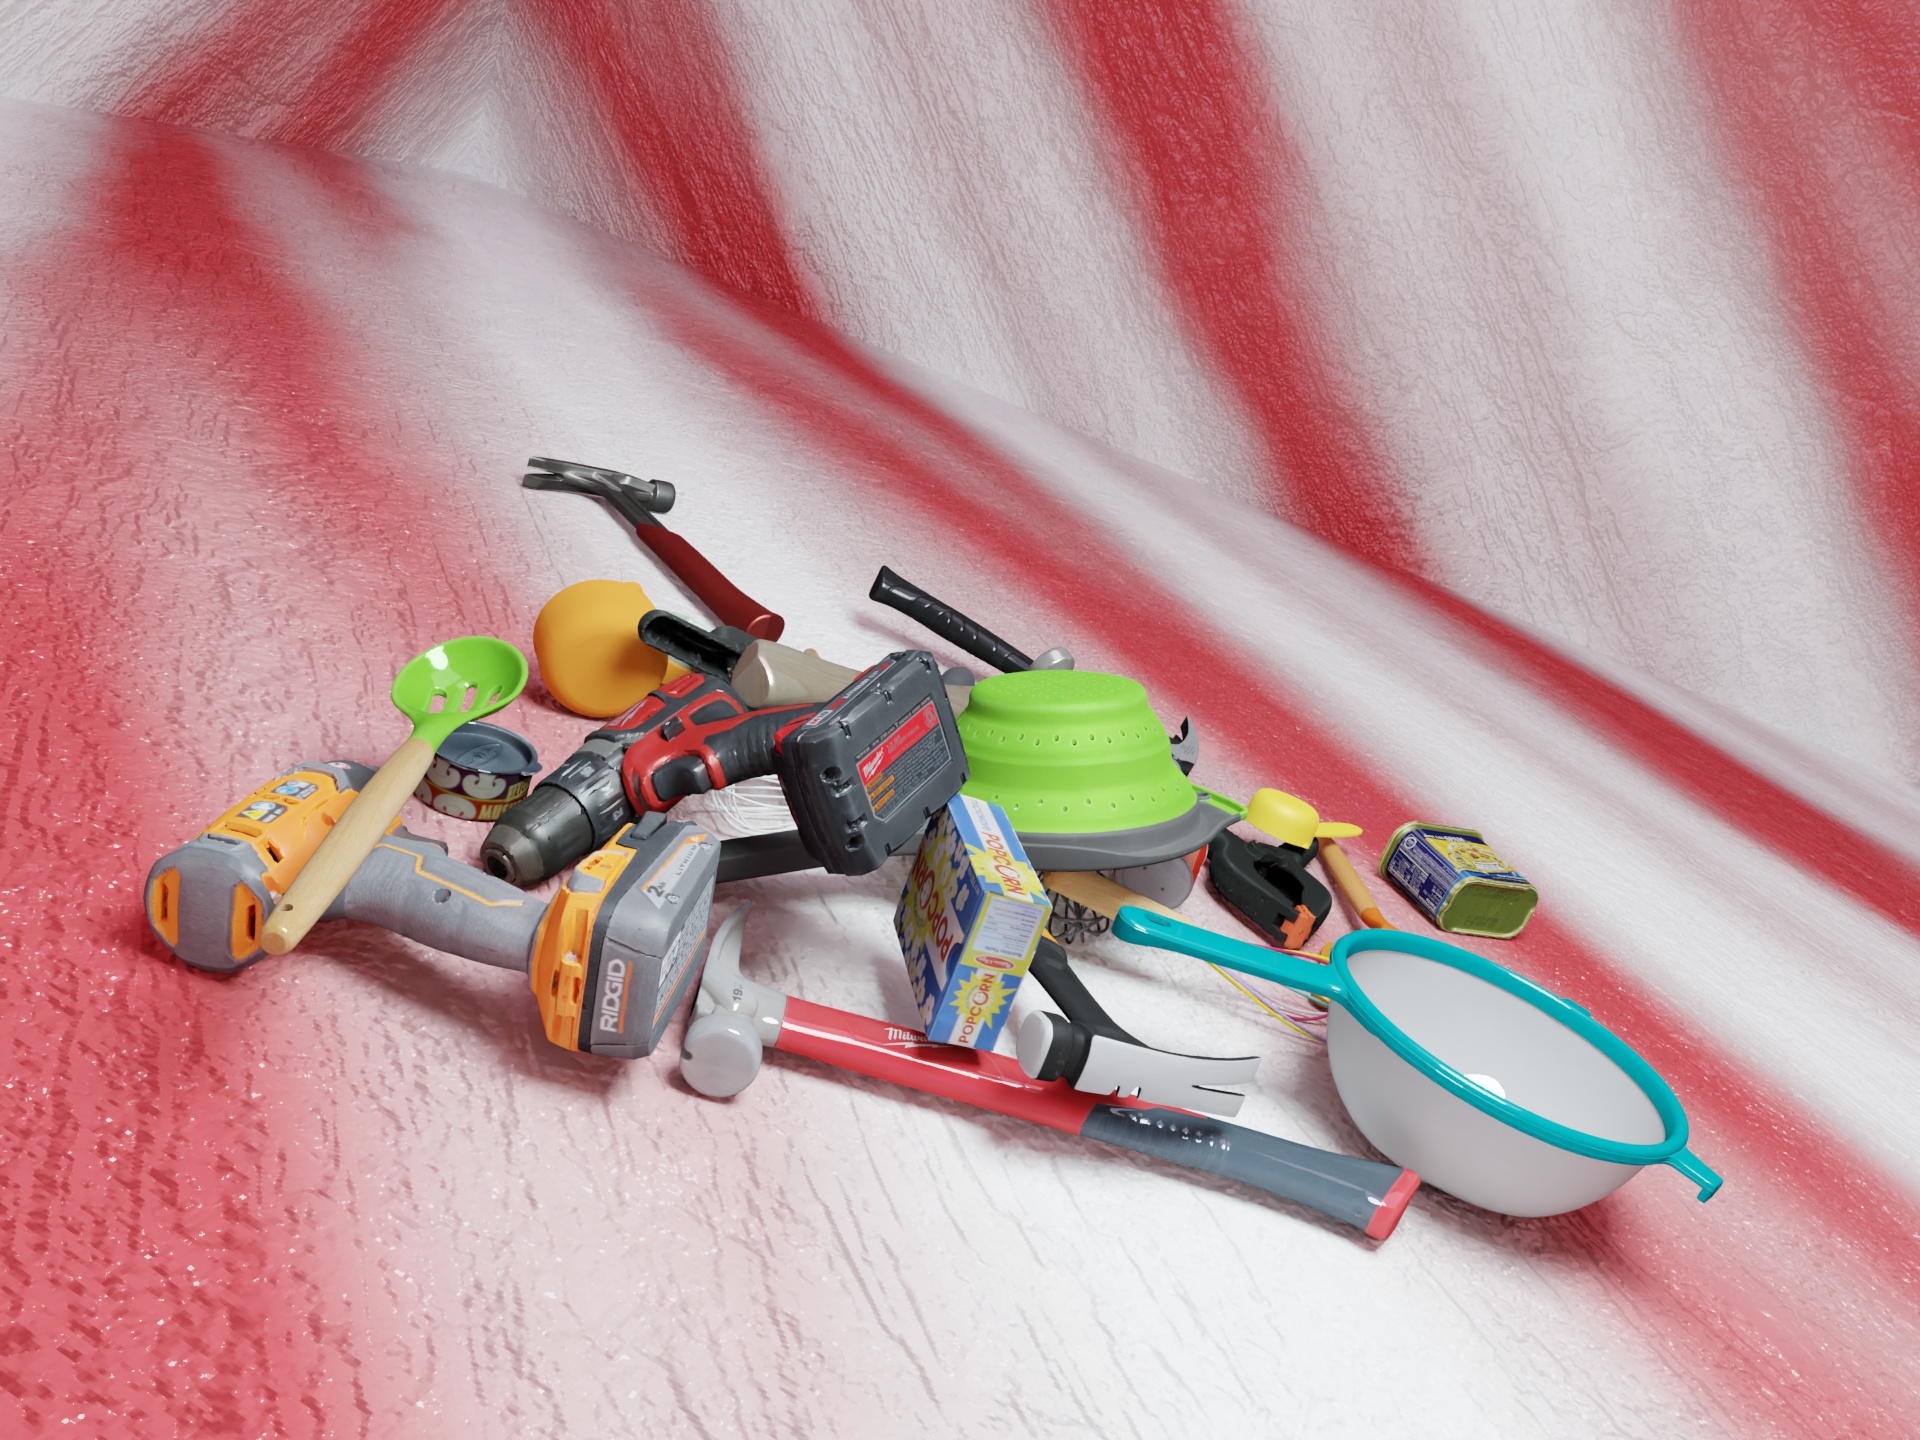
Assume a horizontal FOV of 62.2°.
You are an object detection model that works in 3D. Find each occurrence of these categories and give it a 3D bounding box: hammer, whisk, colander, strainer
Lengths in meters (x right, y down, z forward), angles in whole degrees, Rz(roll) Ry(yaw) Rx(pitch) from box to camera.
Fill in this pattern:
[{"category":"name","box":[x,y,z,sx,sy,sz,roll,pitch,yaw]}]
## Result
[{"category":"hammer","box":[0.051,0.188,0.821,0.386,0.038,0.143,18,18,-8]},{"category":"hammer","box":[-0.262,-0.152,1.414,0.149,0.036,0.359,5,24,-38]},{"category":"hammer","box":[0.043,0.125,0.917,0.127,0.034,0.337,16,11,-22]},{"category":"whisk","box":[0.157,0.139,0.991,0.244,0.047,0.051,27,8,-18]},{"category":"hammer","box":[-0.002,-0.004,1.119,0.410,0.038,0.146,5,46,-54]},{"category":"whisk","box":[-0.024,-0.008,1.253,0.070,0.070,0.284,23,14,6]},{"category":"hammer","box":[0.062,-0.044,1.406,0.335,0.035,0.146,32,21,11]},{"category":"colander","box":[-0.012,0.030,0.963,0.397,0.094,0.205,-7,14,-25]},{"category":"strainer","box":[0.232,0.193,0.898,0.340,0.095,0.211,18,18,-8]},{"category":"whisk","box":[0.074,0.096,1.087,0.055,0.055,0.239,20,14,-2]},{"category":"whisk","box":[-0.063,0.055,1.058,0.246,0.059,0.058,8,62,-41]}]

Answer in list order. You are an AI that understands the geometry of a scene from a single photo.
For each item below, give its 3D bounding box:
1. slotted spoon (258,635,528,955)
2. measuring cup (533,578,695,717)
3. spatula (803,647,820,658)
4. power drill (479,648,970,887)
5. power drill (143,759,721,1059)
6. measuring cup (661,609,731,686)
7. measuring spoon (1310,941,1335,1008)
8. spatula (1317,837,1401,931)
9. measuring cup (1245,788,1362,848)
[{"category":"slotted spoon","box":[-0.260,0.025,0.734,0.070,0.031,0.314,-2,22,-2]},{"category":"measuring cup","box":[-0.210,-0.027,1.094,0.173,0.095,0.052,31,17,-32]},{"category":"spatula","box":[-0.101,-0.014,1.175,0.059,0.018,0.316,13,13,-12]},{"category":"power drill","box":[-0.131,0.032,0.855,0.227,0.080,0.188,-2,26,36]},{"category":"power drill","box":[-0.235,0.075,0.755,0.226,0.084,0.164,12,20,1]},{"category":"measuring cup","box":[-0.168,-0.026,1.191,0.167,0.038,0.083,29,16,-30]},{"category":"measuring spoon","box":[0.255,0.176,1.103,0.021,0.011,0.117,36,18,8]},{"category":"spatula","box":[0.300,0.146,1.204,0.081,0.041,0.323,27,14,-7]},{"category":"measuring cup","box":[0.285,0.077,1.277,0.156,0.029,0.062,5,21,-47]}]
